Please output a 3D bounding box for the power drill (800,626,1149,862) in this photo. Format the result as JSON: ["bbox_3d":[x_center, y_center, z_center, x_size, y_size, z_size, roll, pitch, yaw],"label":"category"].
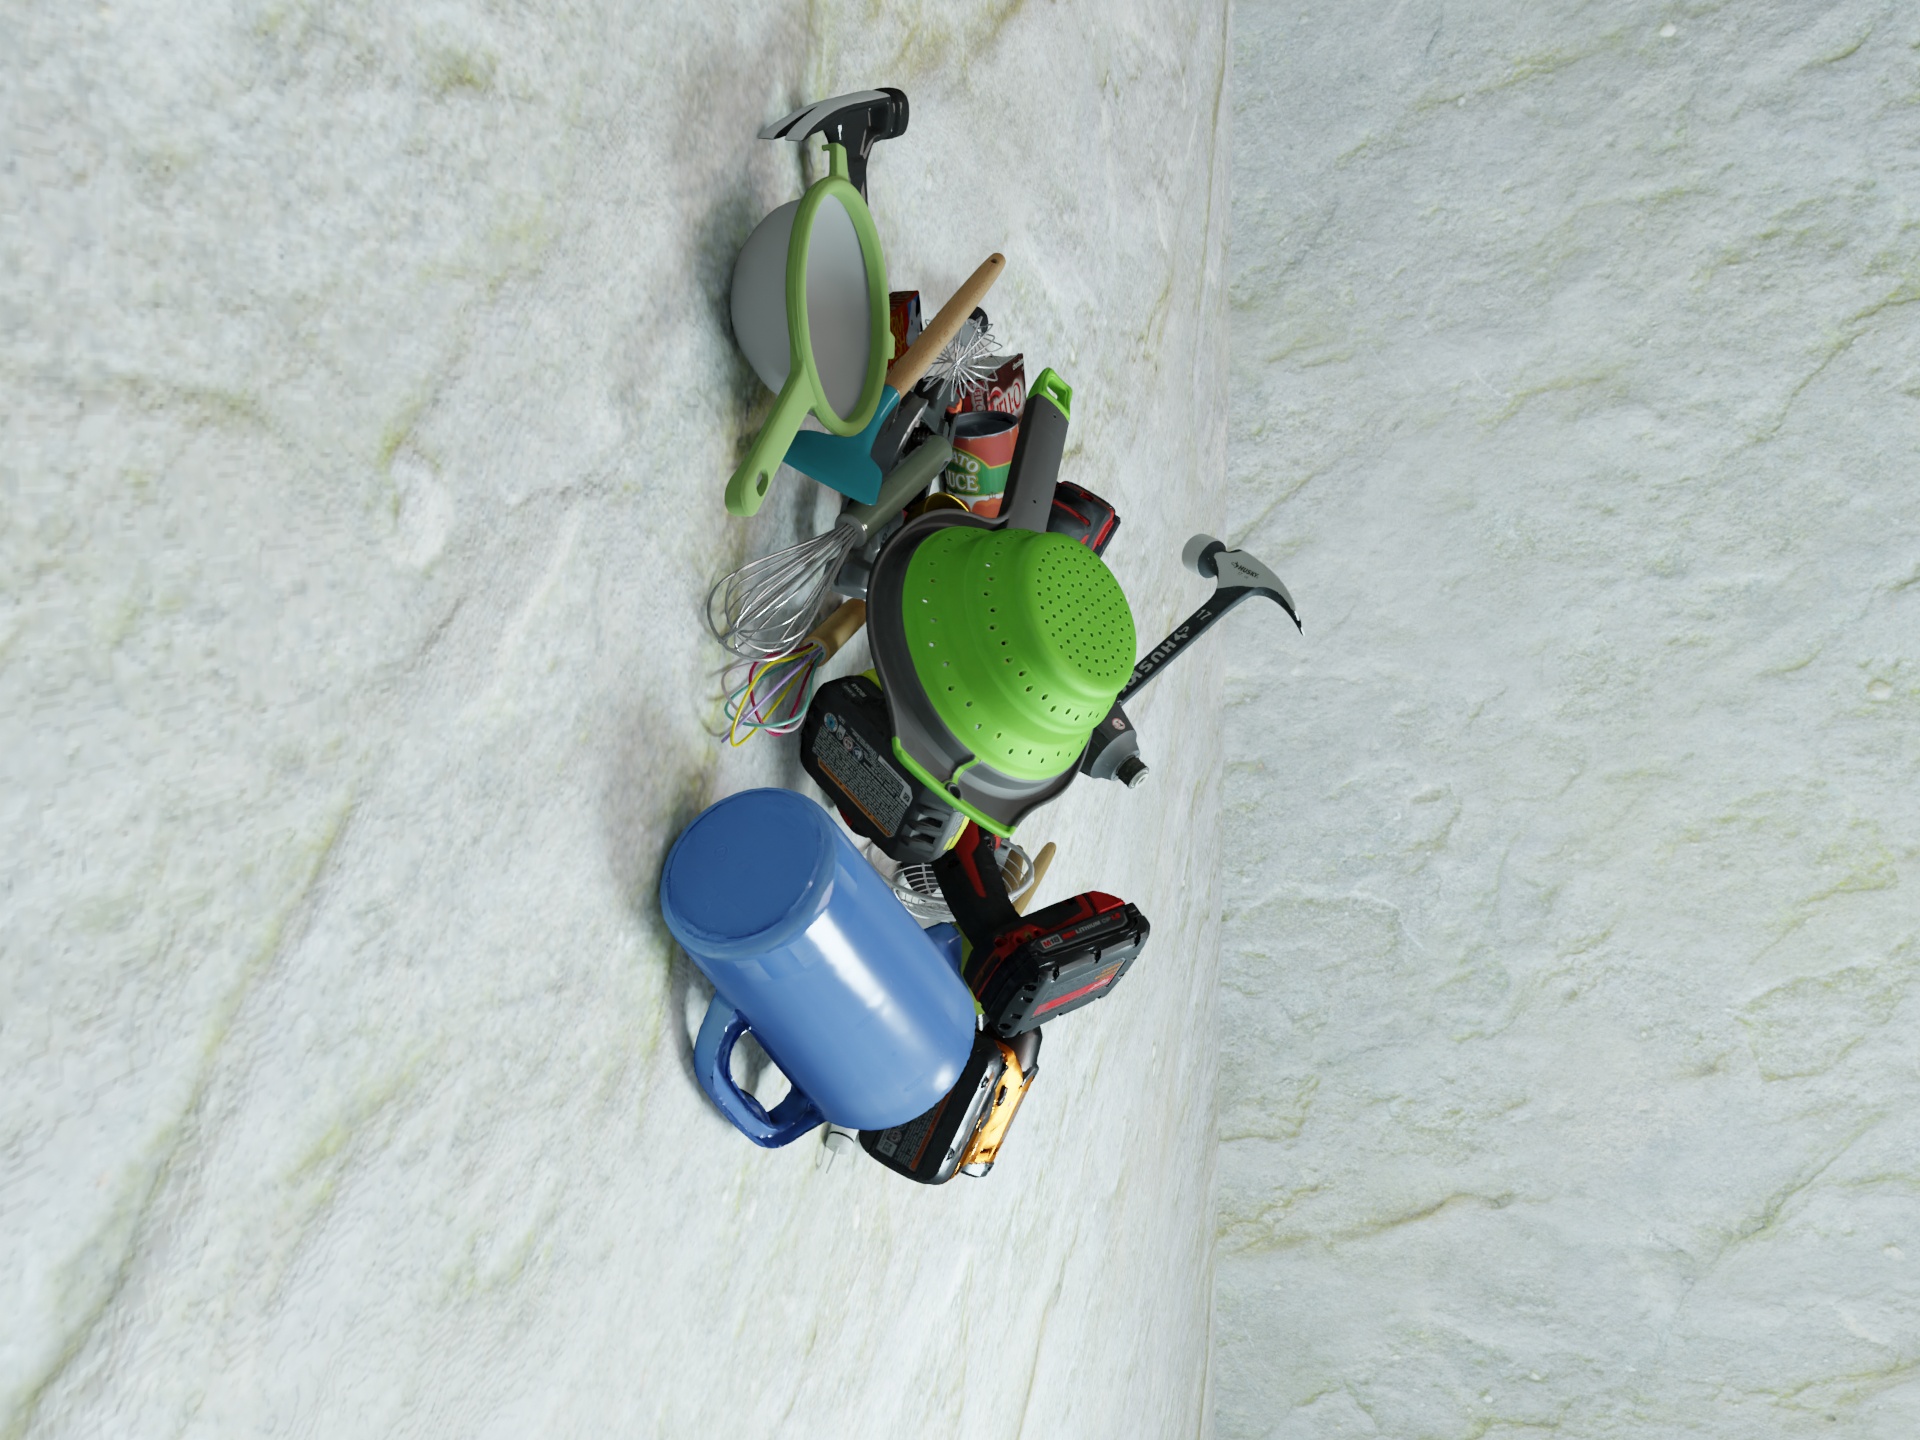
[{"bbox_3d":[0.016,0.010,1.104,0.223,0.171,0.080,-21,146,-43],"label":"power drill"}]

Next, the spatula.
[{"bbox_3d":[-0.032,-0.240,1.069,0.318,0.082,0.044,-59,176,-39],"label":"spatula"}]

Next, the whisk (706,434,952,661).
[{"bbox_3d":[-0.074,-0.116,1.000,0.246,0.059,0.057,-49,-175,-39],"label":"whisk"}]

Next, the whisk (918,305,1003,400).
[{"bbox_3d":[0.005,-0.303,1.258,0.285,0.070,0.070,-81,168,-69],"label":"whisk"}]

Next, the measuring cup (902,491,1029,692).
[{"bbox_3d":[0.008,-0.081,1.088,0.062,0.029,0.156,-42,108,-50],"label":"measuring cup"}]

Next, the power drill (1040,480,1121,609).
[{"bbox_3d":[0.074,-0.140,1.438,0.143,0.078,0.220,-61,176,18],"label":"power drill"}]

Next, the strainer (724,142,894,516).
[{"bbox_3d":[-0.109,-0.208,0.925,0.151,0.069,0.257,74,26,-46],"label":"strainer"}]

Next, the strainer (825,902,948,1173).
[{"bbox_3d":[-0.057,0.223,1.206,0.086,0.050,0.259,118,-5,-55],"label":"strainer"}]

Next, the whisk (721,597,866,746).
[{"bbox_3d":[-0.099,-0.040,1.030,0.245,0.051,0.047,-56,139,-66],"label":"whisk"}]

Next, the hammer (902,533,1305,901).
[{"bbox_3d":[0.110,0.003,1.313,0.409,0.149,0.036,-42,132,-11],"label":"hammer"}]

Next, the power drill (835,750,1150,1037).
[{"bbox_3d":[0.037,0.094,1.135,0.188,0.227,0.080,-16,147,-36],"label":"power drill"}]

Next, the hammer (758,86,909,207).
[{"bbox_3d":[-0.070,-0.247,1.086,0.127,0.034,0.336,-40,136,-47],"label":"hammer"}]

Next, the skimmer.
[{"bbox_3d":[-0.002,-0.004,1.267,0.090,0.127,0.364,102,-8,-60],"label":"skimmer"}]

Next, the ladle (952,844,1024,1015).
[{"bbox_3d":[0.024,0.160,1.343,0.320,0.062,0.078,-65,151,-75],"label":"ladle"}]

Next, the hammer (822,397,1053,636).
[{"bbox_3d":[0.019,-0.110,1.232,0.386,0.038,0.143,30,75,-60],"label":"hammer"}]

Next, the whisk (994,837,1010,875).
[{"bbox_3d":[0.032,0.047,1.474,0.055,0.055,0.238,-58,150,-59],"label":"whisk"}]

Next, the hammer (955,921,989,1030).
[{"bbox_3d":[0.006,0.150,1.418,0.128,0.033,0.330,-48,137,-63],"label":"hammer"}]

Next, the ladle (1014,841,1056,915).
[{"bbox_3d":[0.046,0.176,1.450,0.315,0.031,0.069,-48,136,-65],"label":"ladle"}]

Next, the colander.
[{"bbox_3d":[0.060,-0.116,1.059,0.204,0.094,0.397,38,46,-29],"label":"colander"}]

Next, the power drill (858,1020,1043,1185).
[{"bbox_3d":[0.007,0.292,1.295,0.164,0.084,0.226,-64,161,-4],"label":"power drill"}]
